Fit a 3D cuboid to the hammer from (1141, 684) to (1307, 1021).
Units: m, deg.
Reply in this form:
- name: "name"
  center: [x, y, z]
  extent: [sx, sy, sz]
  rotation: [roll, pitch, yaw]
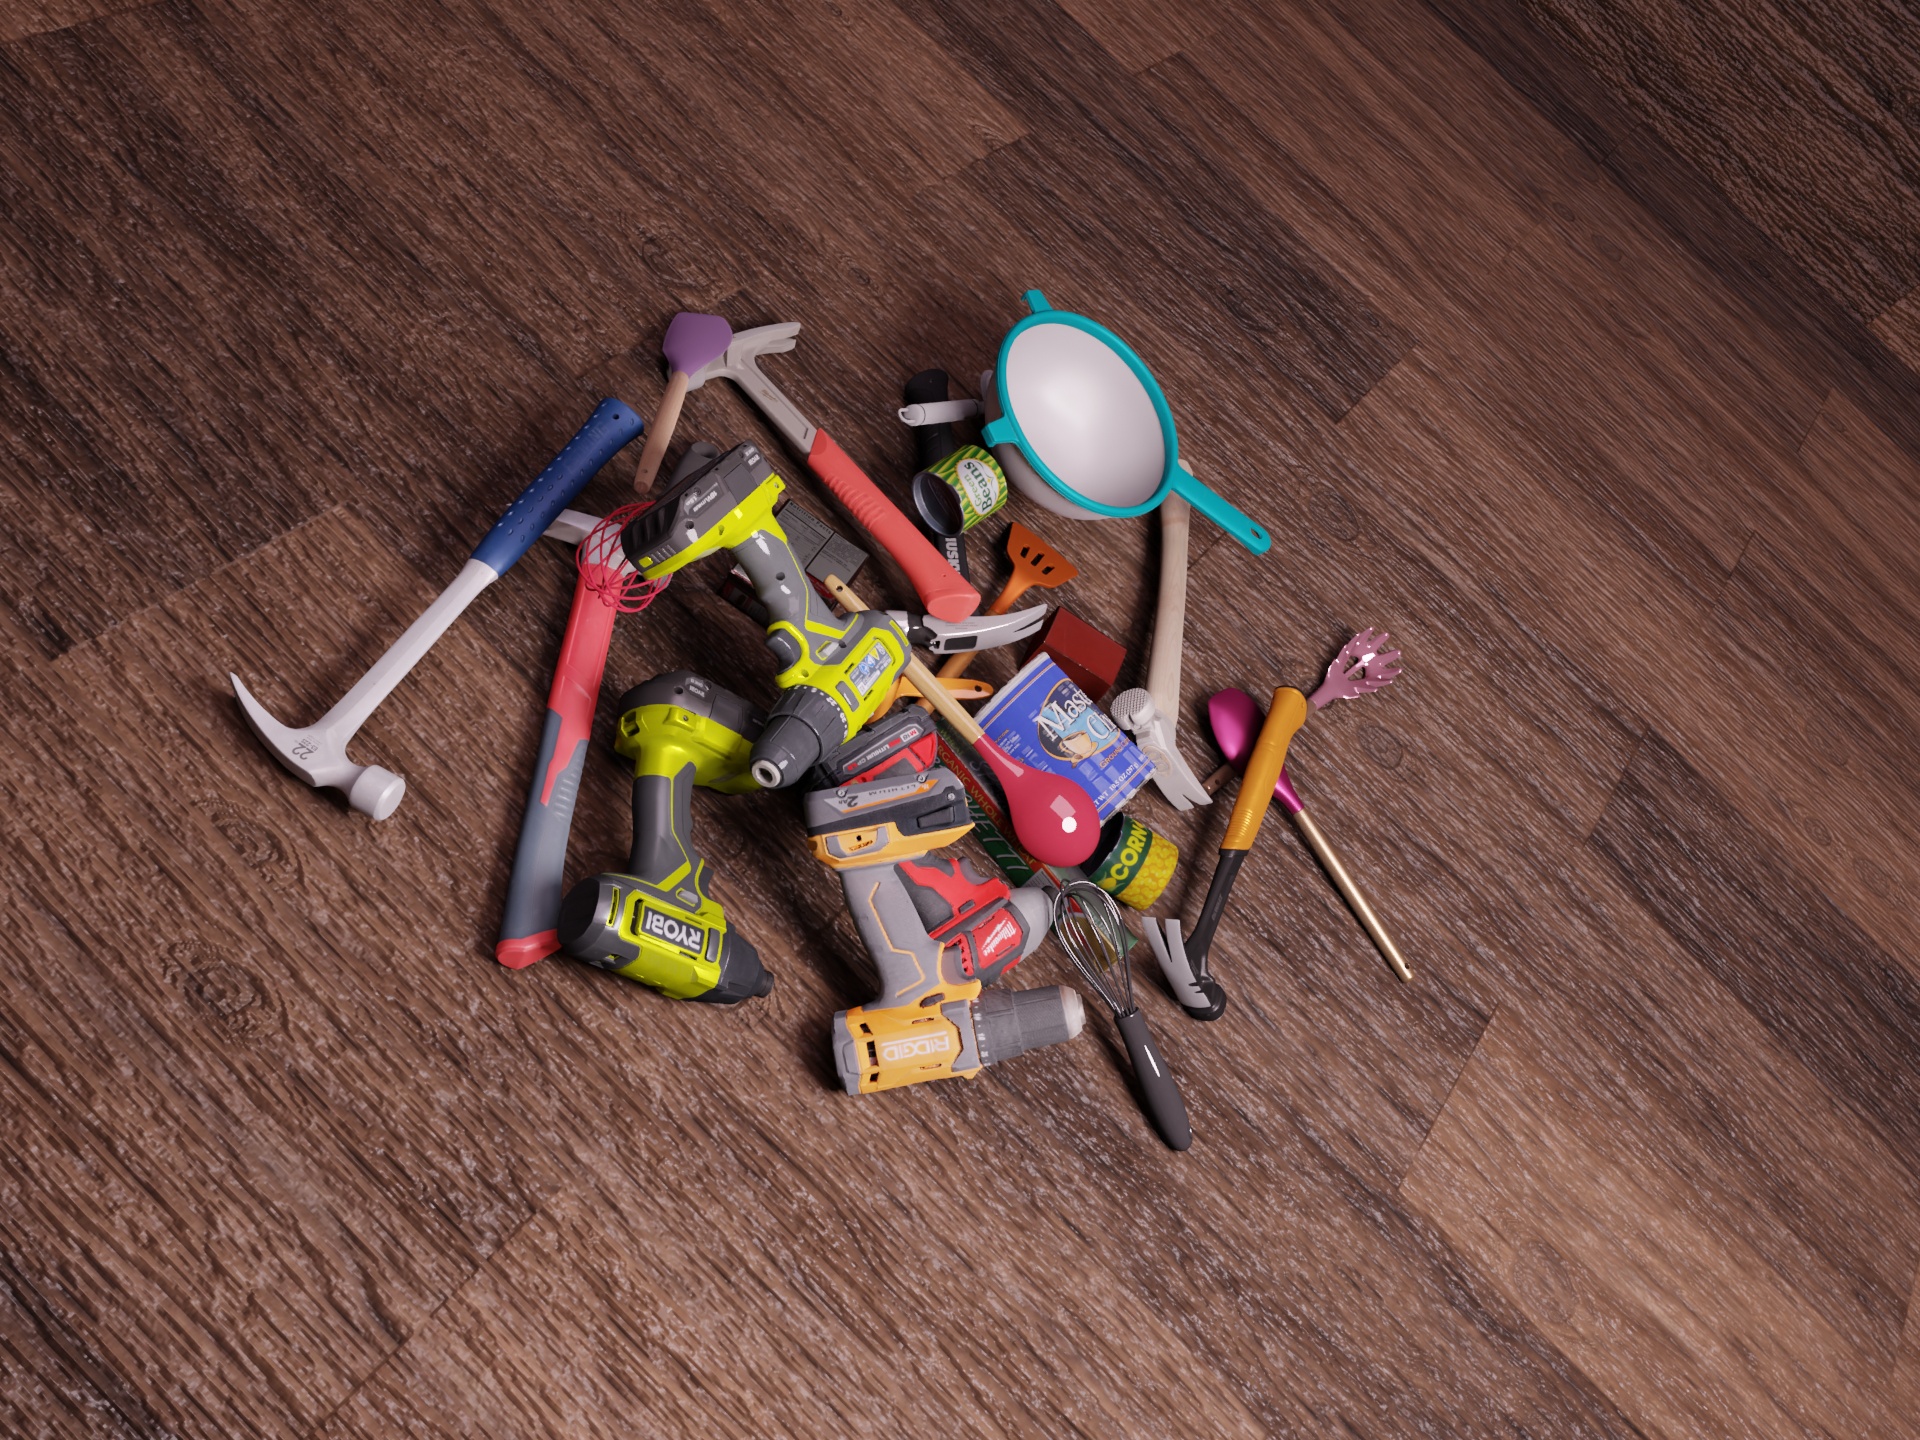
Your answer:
- name: "hammer"
  center: [0.244, 0.091, 1.397]
  extent: [0.127, 0.034, 0.337]
  rotation: [60, 44, -36]

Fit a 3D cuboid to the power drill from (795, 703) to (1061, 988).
- name: "power drill"
  center: [-0.021, 0.106, 1.267]
  extent: [0.143, 0.078, 0.220]
  rotation: [-29, 81, -30]

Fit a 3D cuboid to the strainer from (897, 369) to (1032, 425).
- name: "strainer"
  center: [0.017, -0.297, 1.515]
  extent: [0.258, 0.050, 0.087]
  rotation: [-22, 87, -55]

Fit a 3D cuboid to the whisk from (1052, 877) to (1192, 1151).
- name: "whisk"
  center: [0.132, 0.234, 1.266]
  extent: [0.055, 0.055, 0.239]
  rotation: [-26, 94, -38]

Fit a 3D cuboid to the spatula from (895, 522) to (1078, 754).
- name: "spatula"
  center: [0.015, -0.075, 1.442]
  extent: [0.081, 0.041, 0.323]
  rotation: [38, 54, -2]

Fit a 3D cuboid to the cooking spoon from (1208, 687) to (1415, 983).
- name: "cooking spoon"
  center: [0.330, 0.106, 1.485]
  extent: [0.069, 0.017, 0.319]
  rotation: [-27, 81, -33]

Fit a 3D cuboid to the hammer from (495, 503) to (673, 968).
- name: "hammer"
  center: [-0.313, 0.001, 1.203]
  extent: [0.143, 0.038, 0.387]
  rotation: [16, 54, -18]

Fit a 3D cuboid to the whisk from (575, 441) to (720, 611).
- name: "whisk"
  center: [-0.243, -0.169, 1.291]
  extent: [0.073, 0.073, 0.296]
  rotation: [30, 29, -9]

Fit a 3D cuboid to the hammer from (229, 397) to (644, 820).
- name: "hammer"
  center: [-0.373, -0.112, 1.205]
  extent: [0.144, 0.035, 0.406]
  rotation: [30, 56, 2]

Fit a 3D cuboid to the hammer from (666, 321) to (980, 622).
- name: "hammer"
  center: [-0.102, -0.224, 1.426]
  extent: [0.149, 0.036, 0.359]
  rotation: [-28, 66, -37]

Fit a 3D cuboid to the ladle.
- name: "ladle"
  center: [-0.002, -0.004, 1.303]
  extent: [0.069, 0.031, 0.315]
  rotation: [-42, 85, -11]

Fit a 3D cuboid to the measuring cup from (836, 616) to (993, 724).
- name: "measuring cup"
  center: [-0.051, -0.042, 1.345]
  extent: [0.173, 0.052, 0.095]
  rotation: [4, 58, -13]

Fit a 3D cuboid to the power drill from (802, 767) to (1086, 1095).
- name: "power drill"
  center: [-0.015, 0.150, 1.166]
  extent: [0.185, 0.084, 0.226]
  rotation: [-10, 88, 1]

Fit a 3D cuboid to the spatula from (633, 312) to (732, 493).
- name: "spatula"
  center: [-0.242, -0.280, 1.360]
  extent: [0.060, 0.018, 0.316]
  rotation: [6, 39, -2]

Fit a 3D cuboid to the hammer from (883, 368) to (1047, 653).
- name: "hammer"
  center: [-0.010, -0.203, 1.481]
  extent: [0.146, 0.035, 0.335]
  rotation: [0, 55, -10]

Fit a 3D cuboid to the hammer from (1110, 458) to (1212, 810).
- name: "hammer"
  center: [0.206, -0.104, 1.534]
  extent: [0.146, 0.038, 0.411]
  rotation: [52, 34, -36]

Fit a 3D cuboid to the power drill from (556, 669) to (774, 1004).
- name: "power drill"
  center: [-0.197, 0.092, 1.172]
  extent: [0.171, 0.080, 0.223]
  rotation: [31, 51, -38]

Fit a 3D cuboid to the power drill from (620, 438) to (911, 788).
- name: "power drill"
  center: [-0.147, -0.076, 1.196]
  extent: [0.228, 0.080, 0.191]
  rotation: [55, 41, -17]

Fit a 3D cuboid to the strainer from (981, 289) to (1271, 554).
- name: "strainer"
  center: [0.146, -0.239, 1.516]
  extent: [0.340, 0.095, 0.211]
  rotation: [31, 54, -24]

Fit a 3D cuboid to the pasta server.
- name: "pasta server"
  center: [0.334, -0.006, 1.561]
  extent: [0.316, 0.040, 0.060]
  rotation: [-33, 88, -38]
